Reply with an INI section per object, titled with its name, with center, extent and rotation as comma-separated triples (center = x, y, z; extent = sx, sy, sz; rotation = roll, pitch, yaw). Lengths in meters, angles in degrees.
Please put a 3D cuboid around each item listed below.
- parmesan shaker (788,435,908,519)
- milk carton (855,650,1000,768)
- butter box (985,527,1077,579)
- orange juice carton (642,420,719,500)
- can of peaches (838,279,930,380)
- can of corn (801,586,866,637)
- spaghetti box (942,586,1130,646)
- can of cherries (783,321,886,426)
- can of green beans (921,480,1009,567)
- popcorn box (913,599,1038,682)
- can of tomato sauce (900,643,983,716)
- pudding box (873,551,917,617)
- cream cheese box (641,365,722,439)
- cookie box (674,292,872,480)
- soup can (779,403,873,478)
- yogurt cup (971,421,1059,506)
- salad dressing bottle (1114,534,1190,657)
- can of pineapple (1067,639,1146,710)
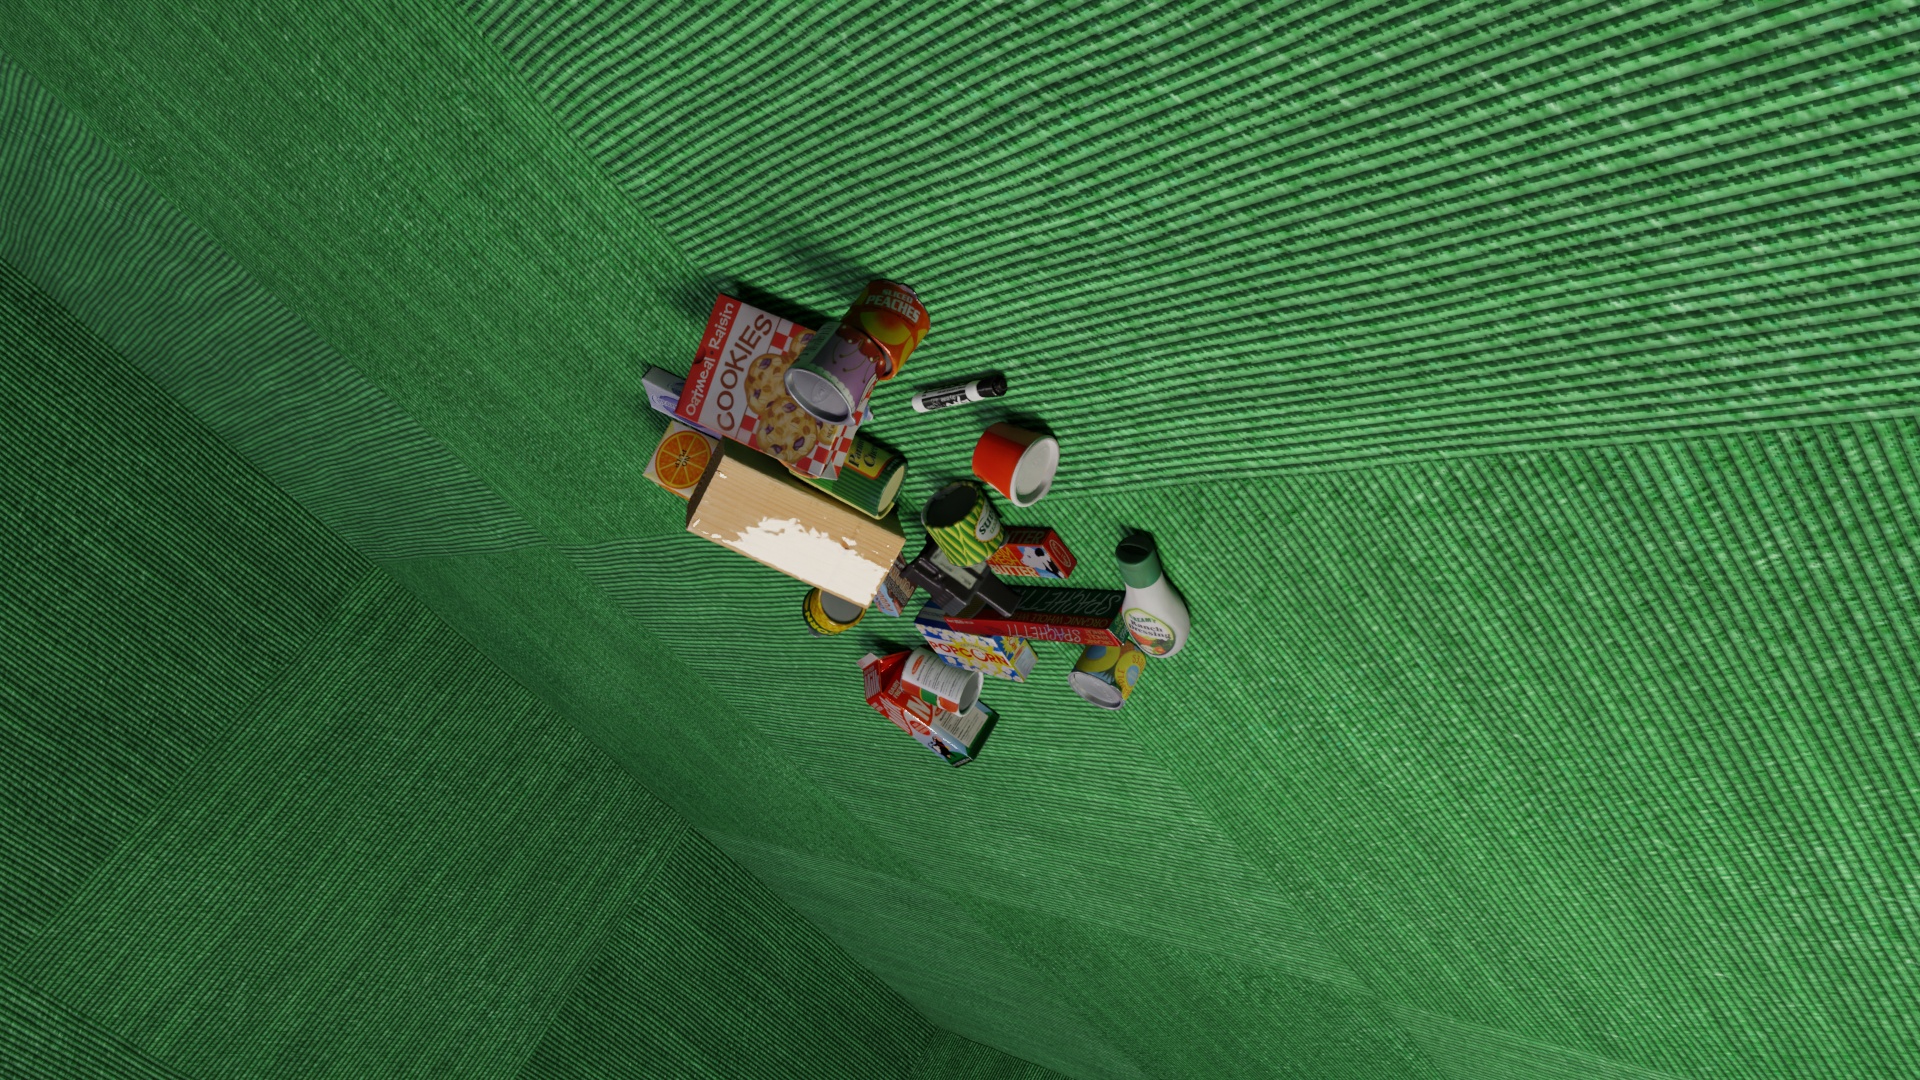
[parmesan shaker]
center = -0.111, -0.074, 1.406
extent = 0.103, 0.071, 0.071
rotation = 27, 153, 11
[milk carton]
center = -0.052, 0.209, 1.811
extent = 0.190, 0.074, 0.072
rotation = 37, 154, -7
[butter box]
center = 0.063, 0.012, 1.396
extent = 0.103, 0.024, 0.053
rotation = 3, 142, 46
[orange juice carton]
center = -0.250, -0.060, 1.554
extent = 0.193, 0.073, 0.071
rotation = 24, 173, 20
[can of peaches]
center = -0.067, -0.179, 1.178
extent = 0.071, 0.058, 0.071
rotation = 27, 154, 15
[can of corn]
center = -0.157, 0.083, 1.718
extent = 0.071, 0.071, 0.058
rotation = 39, 153, -12
[spaghetti box]
center = 0.081, 0.076, 1.457
extent = 0.250, 0.050, 0.028
rotation = 1, 140, 48
[can of cherries]
center = -0.102, -0.137, 1.153
extent = 0.071, 0.058, 0.071
rotation = 25, 152, 15
[can of green beans]
center = 0.003, -0.017, 1.368
extent = 0.071, 0.071, 0.057
rotation = 9, 144, 41
[popcorn box]
center = 0.017, 0.116, 1.611
extent = 0.126, 0.038, 0.085
rotation = 8, 144, 42
[can of tomato sauce]
center = -0.022, 0.175, 1.727
extent = 0.083, 0.071, 0.071
rotation = 21, 151, 23
[pudding box]
center = -0.083, 0.044, 1.589
extent = 0.030, 0.050, 0.083
rotation = 16, 149, 29
[cream cheese box]
center = -0.300, -0.151, 1.532
extent = 0.104, 0.024, 0.053
rotation = 25, 153, 17
[cookie box]
center = -0.169, -0.144, 1.283
extent = 0.167, 0.122, 0.040
rotation = 24, -174, 19
[soup can]
center = -0.135, -0.110, 1.346
extent = 0.071, 0.084, 0.071
rotation = 26, 153, 14
[yogurt cup]
center = 0.047, -0.071, 1.229
extent = 0.054, 0.072, 0.072
rotation = 28, 155, 29
[salad dressing bottle]
center = 0.178, 0.053, 1.312
extent = 0.064, 0.044, 0.147
rotation = 15, 148, 31
[can of pineapple]
center = 0.157, 0.138, 1.466
extent = 0.071, 0.058, 0.070
rotation = 26, 153, 14
